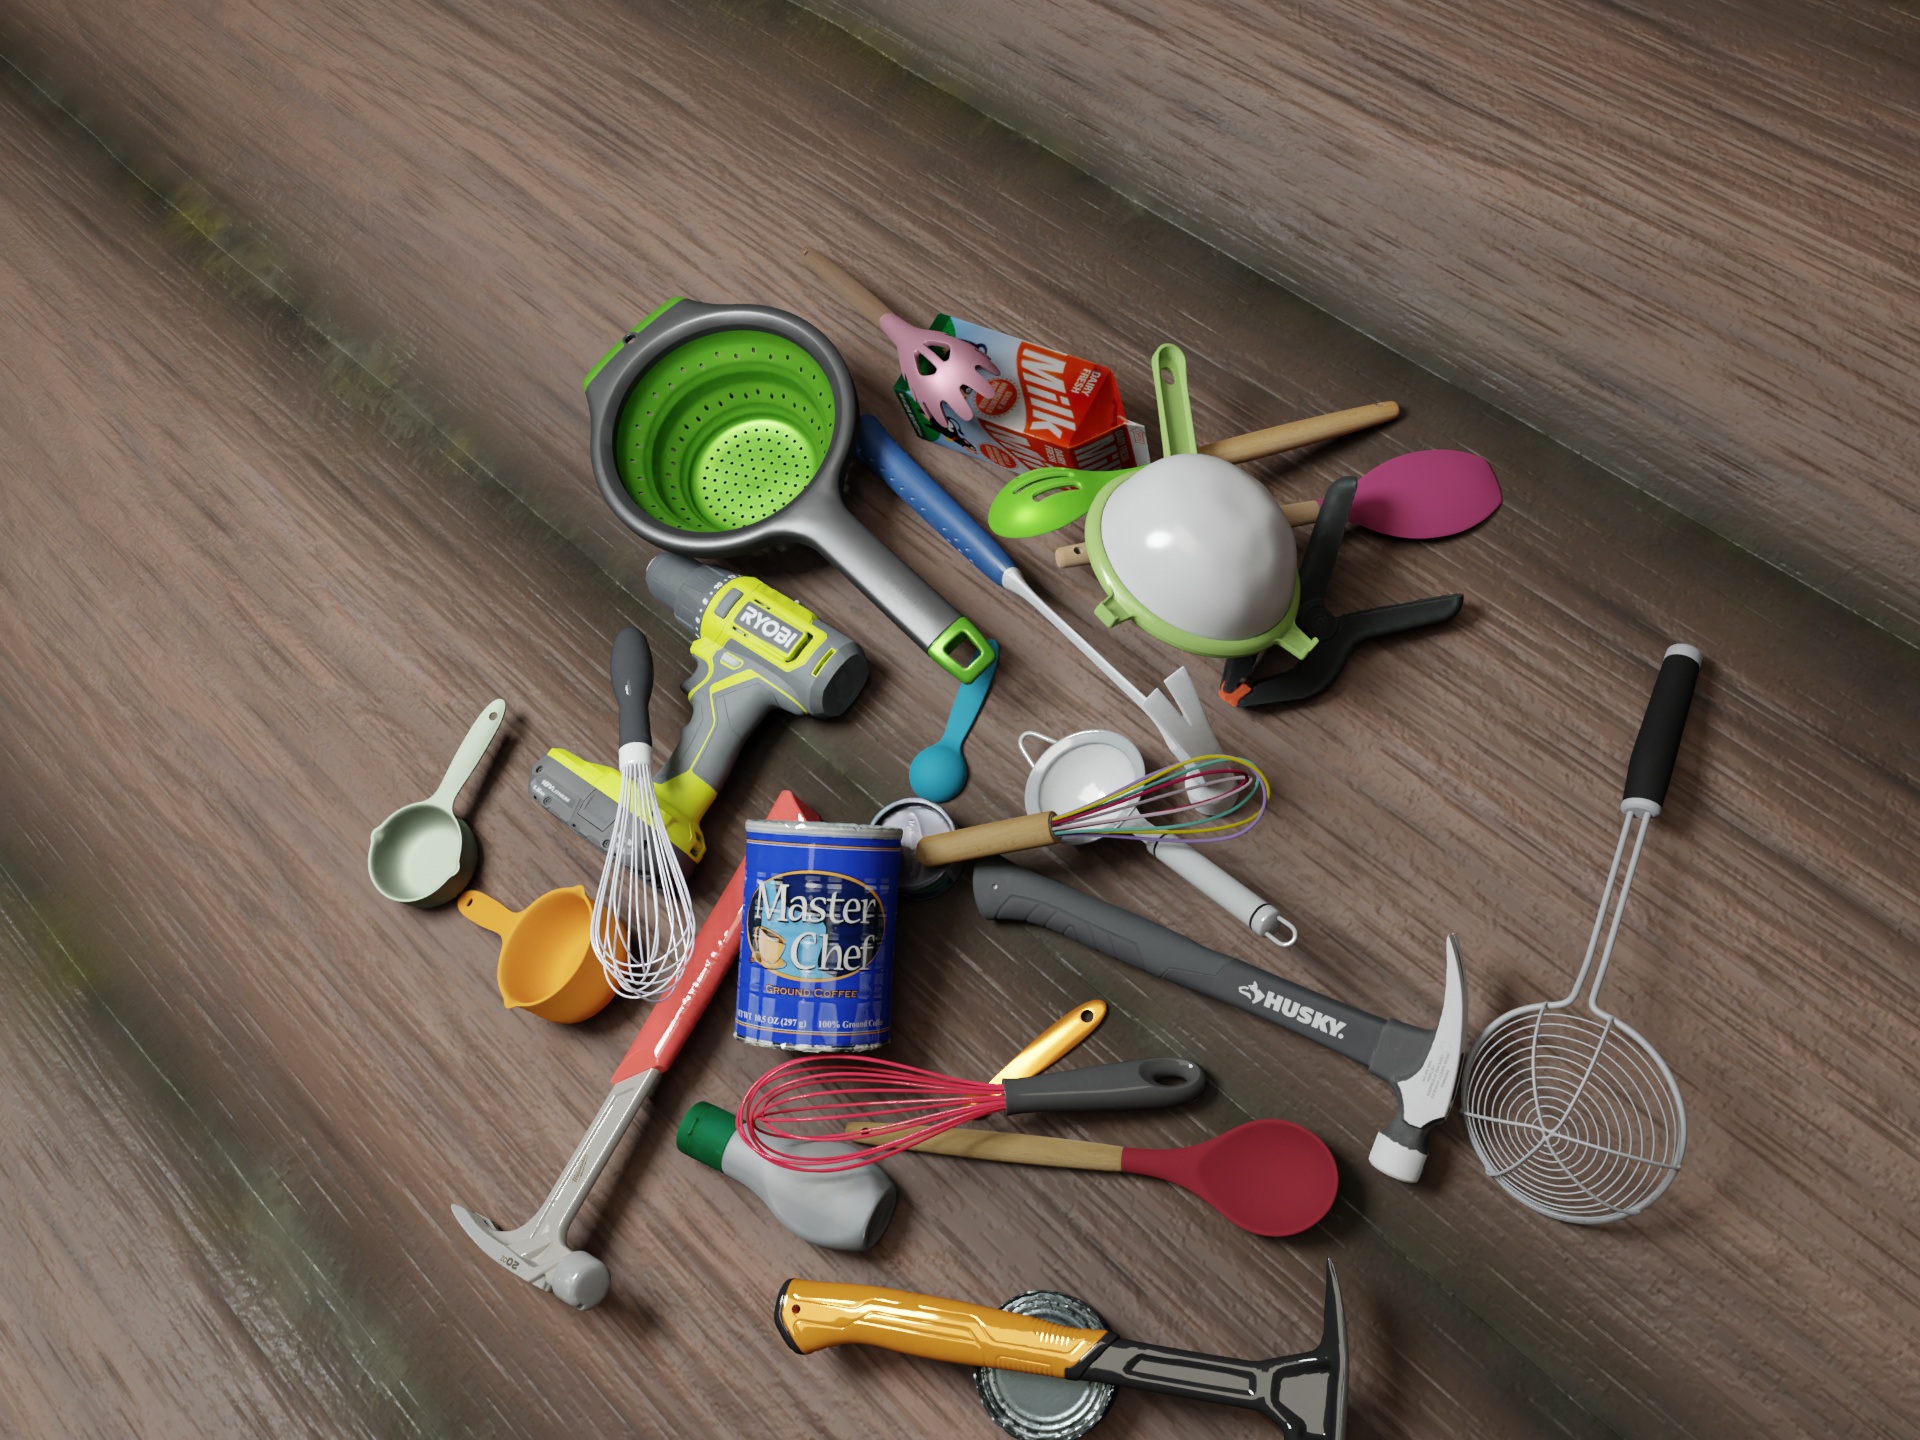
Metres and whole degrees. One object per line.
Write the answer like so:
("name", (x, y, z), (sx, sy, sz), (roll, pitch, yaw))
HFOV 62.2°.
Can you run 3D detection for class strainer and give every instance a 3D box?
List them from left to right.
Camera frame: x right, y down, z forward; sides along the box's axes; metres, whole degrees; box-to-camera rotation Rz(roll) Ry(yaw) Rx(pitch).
("strainer", (0.124, 0.077, 1.022), (0.087, 0.050, 0.259), (-47, 43, -5))
("strainer", (0.157, -0.163, 1.028), (0.151, 0.069, 0.257), (8, 57, -17))

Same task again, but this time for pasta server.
("pasta server", (-0.060, -0.304, 1.205), (0.060, 0.040, 0.317), (-44, 40, 4))

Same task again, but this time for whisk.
("whisk", (-0.214, 0.055, 1.058), (0.070, 0.070, 0.285), (-15, 57, 8))
("whisk", (0.008, 0.238, 0.993), (0.296, 0.073, 0.073), (-5, 67, -3))
("whisk", (0.078, 0.060, 1.008), (0.245, 0.047, 0.051), (-13, 54, 27))

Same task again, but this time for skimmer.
("skimmer", (0.405, 0.120, 0.972), (0.127, 0.090, 0.363), (7, 58, 37))

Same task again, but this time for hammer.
("hammer", (-0.203, 0.205, 1.078), (0.149, 0.036, 0.359), (11, 65, 44))
("hammer", (0.042, -0.097, 1.111), (0.035, 0.143, 0.406), (-41, 58, -5))
("hammer", (0.053, 0.357, 0.927), (0.337, 0.034, 0.127), (3, 70, 15))
("hammer", (0.155, 0.152, 1.008), (0.335, 0.035, 0.146), (21, 93, 24))

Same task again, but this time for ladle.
("ladle", (0.076, 0.274, 0.998), (0.315, 0.031, 0.069), (2, 67, 17))

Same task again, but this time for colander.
("colander", (-0.113, -0.152, 1.181), (0.204, 0.094, 0.397), (-44, 70, -6))

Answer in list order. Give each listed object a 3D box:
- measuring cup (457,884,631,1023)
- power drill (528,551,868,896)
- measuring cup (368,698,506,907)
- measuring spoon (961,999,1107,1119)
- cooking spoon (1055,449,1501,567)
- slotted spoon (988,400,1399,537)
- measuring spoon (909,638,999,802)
("measuring cup", (-0.300, 0.158, 1.134), (0.174, 0.052, 0.095), (15, 71, 45))
("power drill", (-0.203, -0.007, 1.155), (0.191, 0.080, 0.228), (31, 76, 23))
("measuring cup", (-0.377, 0.063, 1.192), (0.083, 0.038, 0.168), (19, 73, 20))
("measuring spoon", (0.048, 0.219, 1.034), (0.117, 0.011, 0.021), (-37, 65, -2))
("cooking spoon", (0.220, -0.139, 1.088), (0.319, 0.017, 0.069), (-11, 68, -8))
("slotted spoon", (0.167, -0.183, 1.106), (0.313, 0.031, 0.070), (-16, 38, -14))
("measuring spoon", (-0.002, -0.004, 1.129), (0.042, 0.021, 0.129), (17, 75, 20))
